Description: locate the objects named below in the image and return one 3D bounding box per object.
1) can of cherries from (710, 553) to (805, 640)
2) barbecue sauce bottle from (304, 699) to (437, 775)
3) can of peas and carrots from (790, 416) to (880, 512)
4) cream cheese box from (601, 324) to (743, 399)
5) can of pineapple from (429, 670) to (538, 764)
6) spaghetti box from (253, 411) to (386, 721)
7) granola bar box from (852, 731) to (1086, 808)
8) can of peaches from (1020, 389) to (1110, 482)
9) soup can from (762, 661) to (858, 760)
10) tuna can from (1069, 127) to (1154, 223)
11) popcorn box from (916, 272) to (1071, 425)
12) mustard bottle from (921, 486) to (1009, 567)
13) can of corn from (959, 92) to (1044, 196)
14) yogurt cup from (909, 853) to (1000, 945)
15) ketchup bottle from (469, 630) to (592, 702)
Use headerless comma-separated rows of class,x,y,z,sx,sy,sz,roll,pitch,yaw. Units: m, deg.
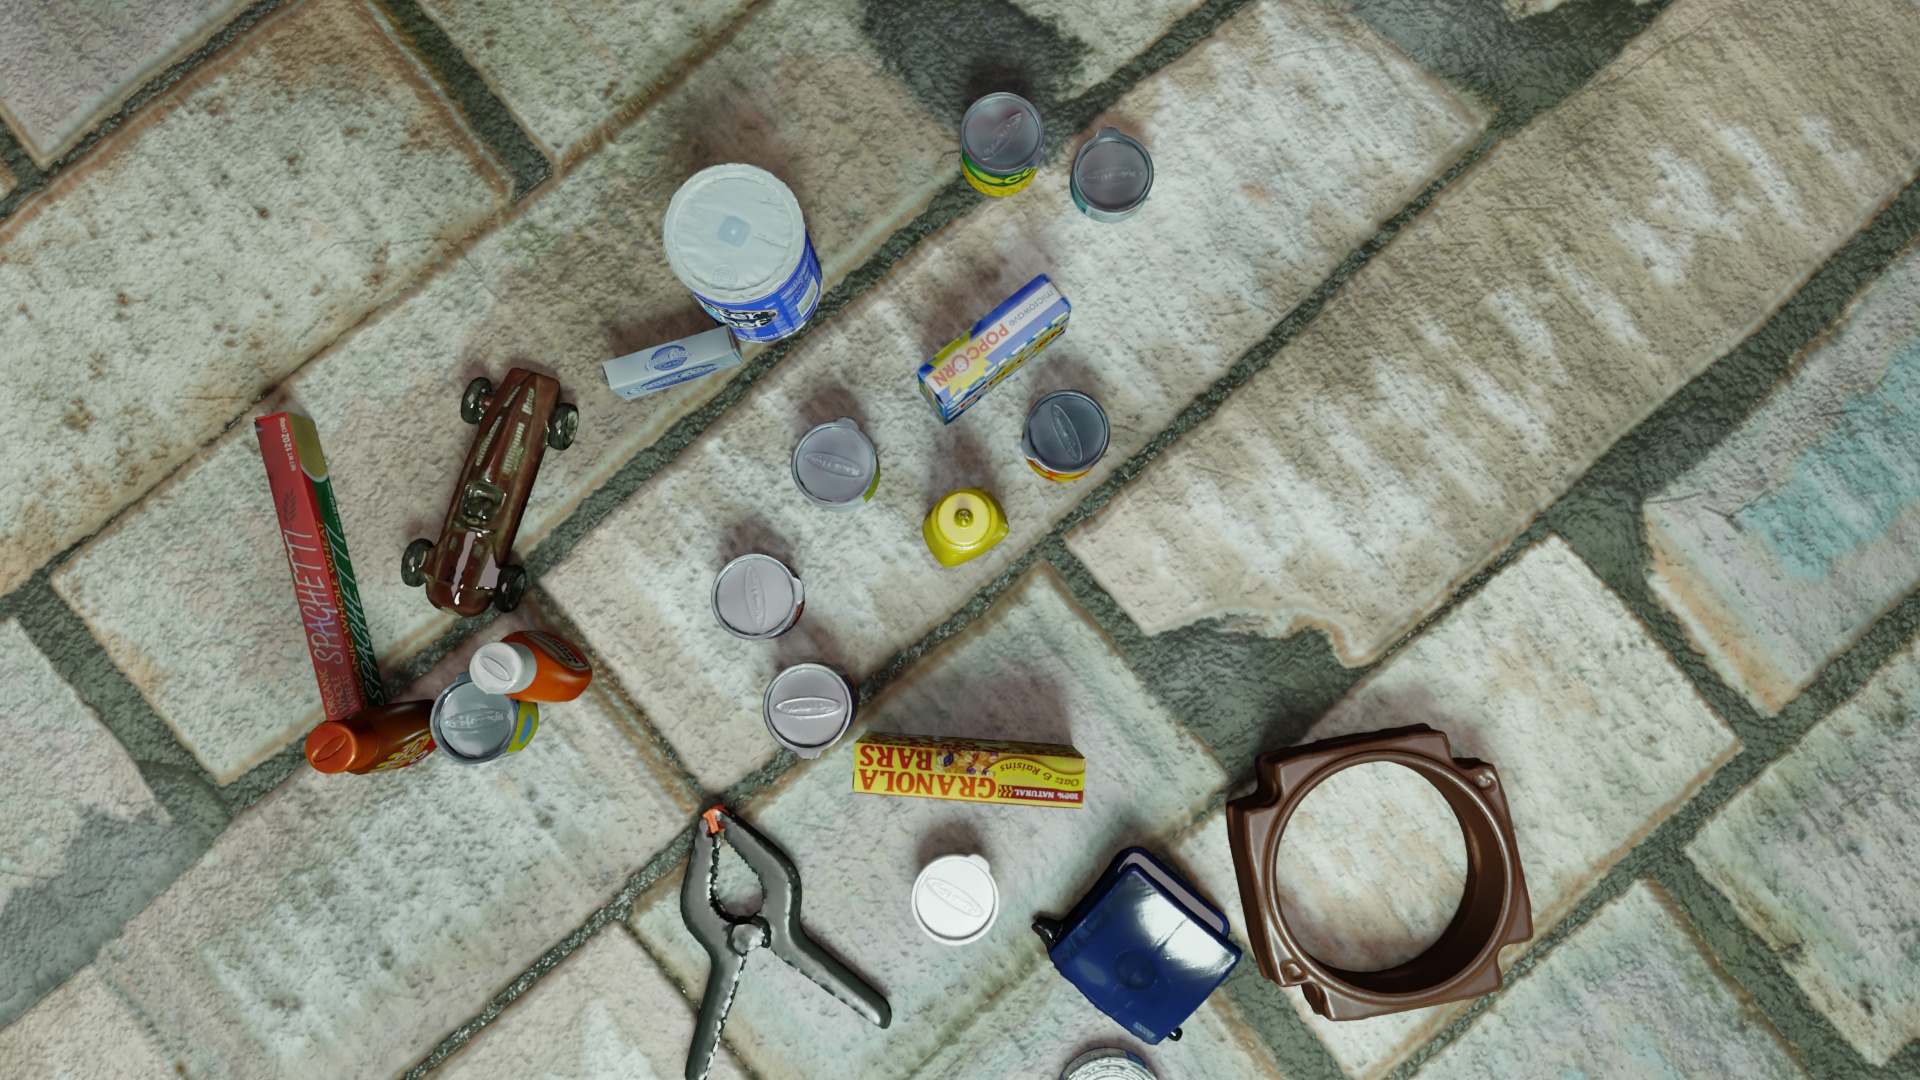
can of cherries,-0.154,0.045,1.083,0.071,0.058,0.071,0,85,0
barbecue sauce bottle,-0.433,0.147,1.027,0.065,0.148,0.043,-37,87,-3
can of peas and carrots,-0.096,-0.059,1.092,0.071,0.058,0.071,0,85,0
cream cheese box,-0.227,-0.140,1.101,0.104,0.053,0.024,-17,86,-2
can of pineapple,-0.366,0.136,1.074,0.071,0.058,0.071,0,85,0
spaghetti box,-0.500,0.023,1.087,0.029,0.050,0.250,-16,85,-1
granola bar box,0.006,0.171,1.039,0.166,0.124,0.039,4,86,0
can of peaches,0.080,-0.081,1.095,0.071,0.058,0.071,0,85,0
soup can,-0.113,0.129,1.063,0.071,0.083,0.071,0,85,0
tuna can,0.122,-0.295,1.127,0.071,0.033,0.071,0,85,0
popcorn box,0.026,-0.148,1.087,0.127,0.085,0.038,-38,87,-3
mustard bottle,0.004,-0.013,1.037,0.065,0.160,0.049,-30,86,-2
can of corn,0.035,-0.315,1.115,0.071,0.058,0.071,0,85,0
yogurt cup,-0.004,0.271,1.066,0.072,0.054,0.072,0,85,0
ketchup bottle,-0.322,0.094,1.032,0.065,0.148,0.043,37,86,3
